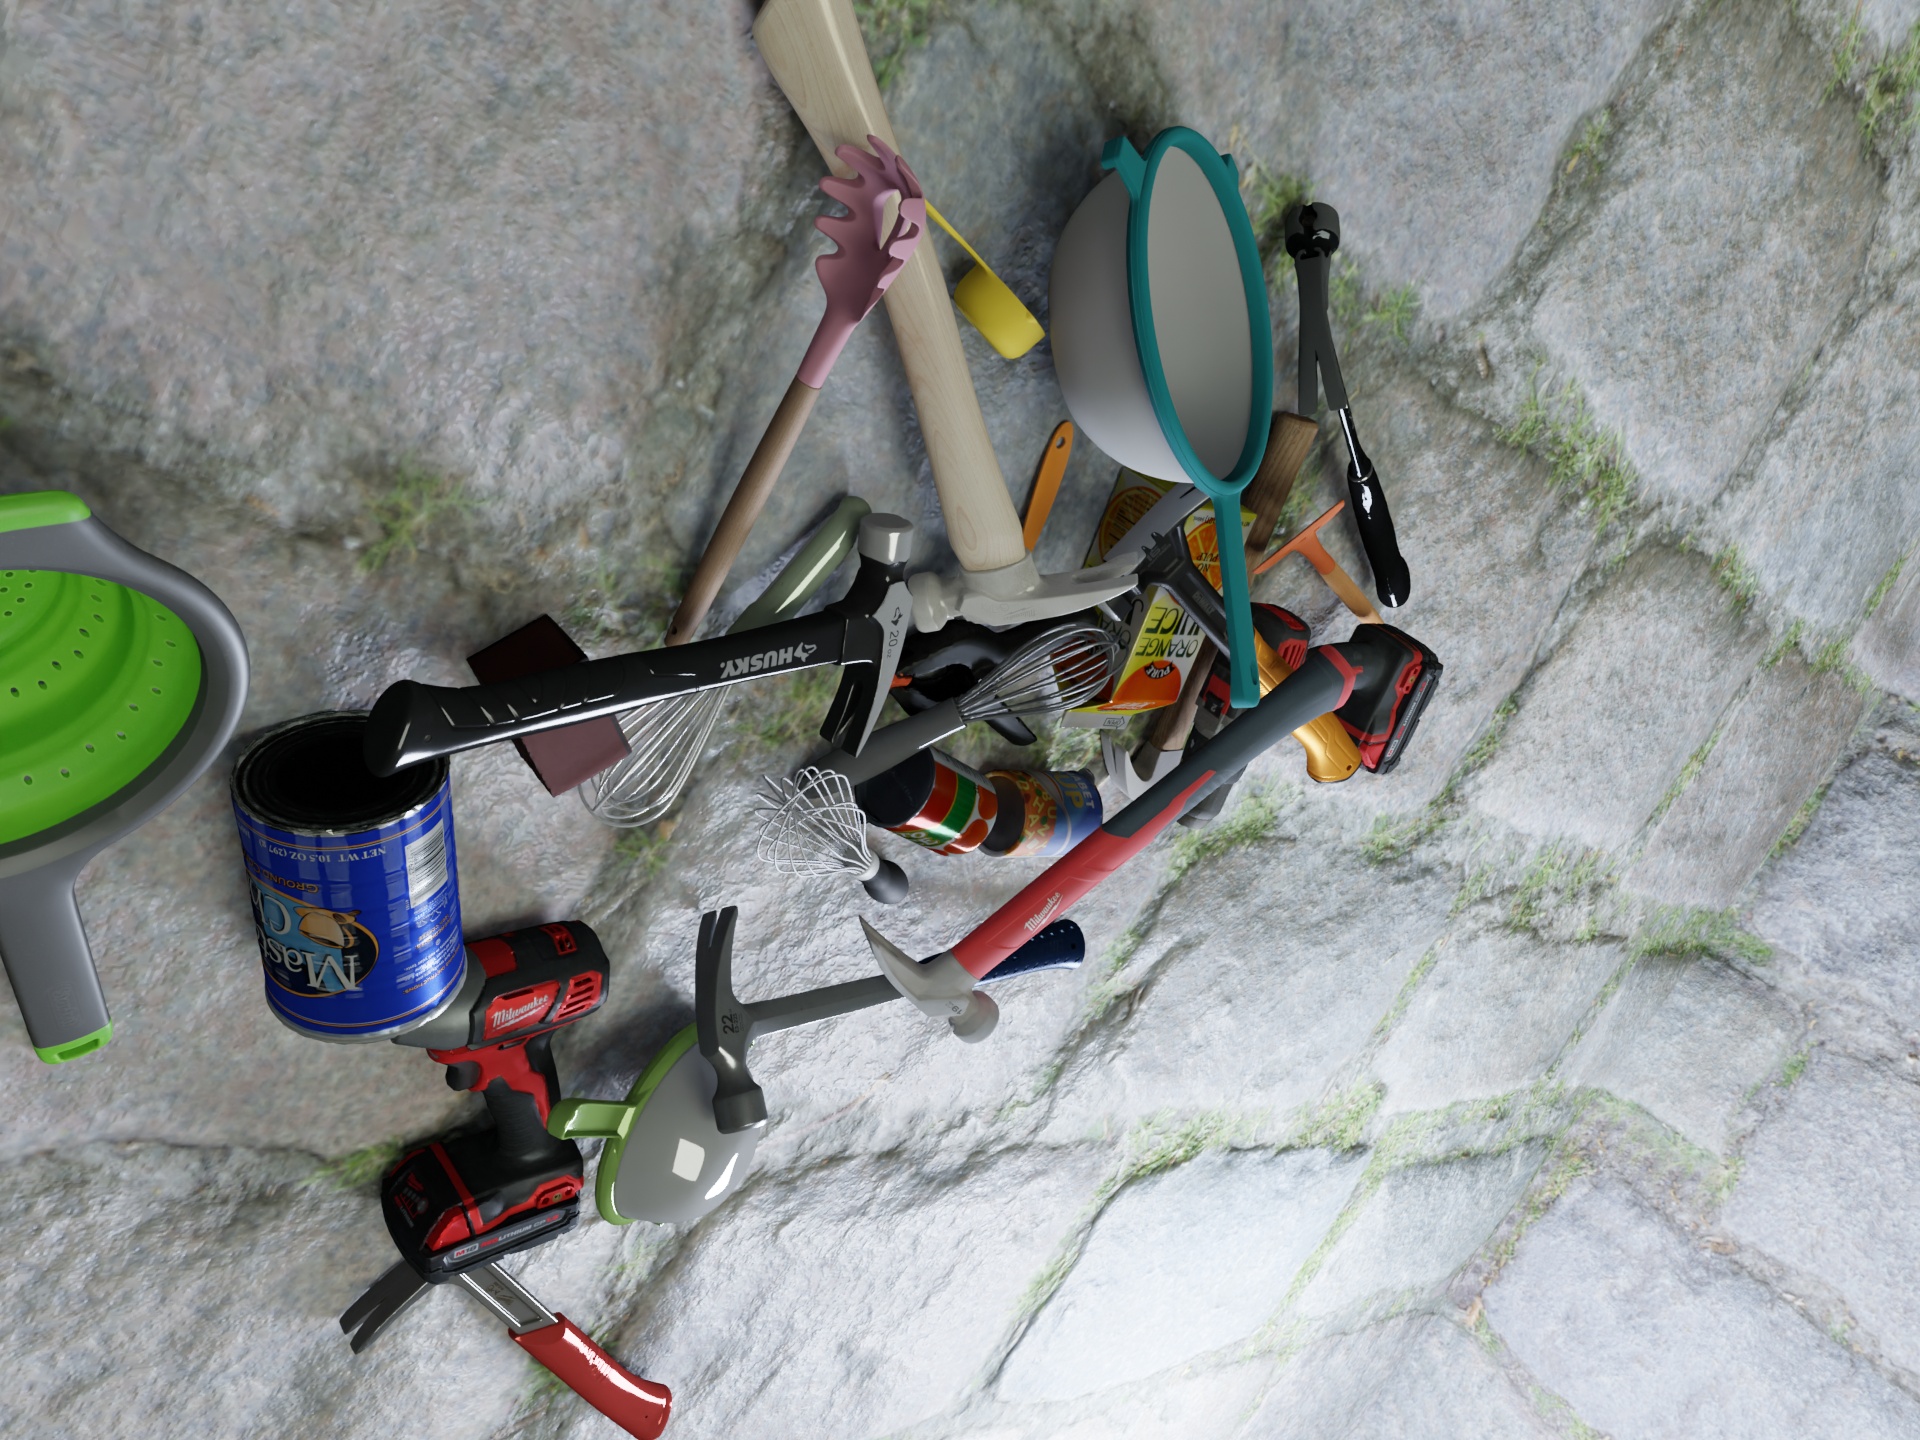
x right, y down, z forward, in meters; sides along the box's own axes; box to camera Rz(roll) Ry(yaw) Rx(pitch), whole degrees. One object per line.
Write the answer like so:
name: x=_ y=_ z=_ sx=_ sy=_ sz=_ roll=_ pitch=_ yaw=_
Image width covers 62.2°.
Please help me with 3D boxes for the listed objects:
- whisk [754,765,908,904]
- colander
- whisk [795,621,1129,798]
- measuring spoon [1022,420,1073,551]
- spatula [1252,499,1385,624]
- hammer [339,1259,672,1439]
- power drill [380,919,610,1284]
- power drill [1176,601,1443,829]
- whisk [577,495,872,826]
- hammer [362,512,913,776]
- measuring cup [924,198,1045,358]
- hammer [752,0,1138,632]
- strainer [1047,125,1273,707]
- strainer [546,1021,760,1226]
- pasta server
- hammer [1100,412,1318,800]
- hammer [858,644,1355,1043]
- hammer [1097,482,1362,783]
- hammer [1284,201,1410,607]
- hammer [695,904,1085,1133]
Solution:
whisk: x=-0.072 y=0.086 z=1.041 sx=0.070 sy=0.070 sz=0.284 roll=-47 pitch=161 yaw=-4
colander: x=-0.425 y=0.025 z=0.694 sx=0.204 sy=0.095 sz=0.396 roll=-20 pitch=151 yaw=-32
whisk: x=-0.001 y=-0.002 z=1.039 sx=0.239 sy=0.055 sz=0.055 roll=-25 pitch=141 yaw=7
measuring spoon: x=0.050 y=-0.144 z=1.059 sx=0.021 sy=0.011 sz=0.117 roll=0 pitch=116 yaw=-43
spatula: x=0.303 y=-0.109 z=1.269 sx=0.081 sy=0.041 sz=0.322 roll=-39 pitch=152 yaw=14
hammer: x=-0.309 y=0.472 z=1.188 sx=0.149 sy=0.037 sz=0.358 roll=-37 pitch=139 yaw=-16
power drill: x=-0.296 y=0.230 z=0.979 sx=0.143 sy=0.079 sz=0.219 roll=-12 pitch=125 yaw=-38
power drill: x=0.270 y=0.000 z=1.282 sx=0.226 sy=0.080 sz=0.187 roll=0 pitch=119 yaw=-41
whisk: x=-0.136 y=-0.038 z=0.941 sx=0.246 sy=0.059 sz=0.058 roll=-50 pitch=178 yaw=-6
hammer: x=-0.159 y=-0.021 z=0.859 sx=0.334 sy=0.035 sz=0.146 roll=-17 pitch=126 yaw=-43
measuring cup: x=-0.009 y=-0.257 z=0.886 sx=0.029 sy=0.062 sz=0.156 roll=-44 pitch=131 yaw=9
hammer: x=-0.009 y=-0.212 z=0.878 sx=0.146 sy=0.038 sz=0.410 roll=-9 pitch=135 yaw=13
strainer: x=0.118 y=-0.172 z=0.956 sx=0.211 sy=0.095 sz=0.340 roll=-28 pitch=112 yaw=-58
strainer: x=-0.188 y=0.272 z=1.034 sx=0.151 sy=0.069 sz=0.256 roll=-64 pitch=164 yaw=-9
pasta server: x=-0.098 y=-0.158 z=0.844 sx=0.040 sy=0.060 sz=0.316 roll=-8 pitch=139 yaw=-49
hammer: x=0.197 y=-0.079 z=1.231 sx=0.130 sy=0.031 sz=0.331 roll=-4 pitch=123 yaw=-42
hammer: x=0.109 y=0.071 z=1.116 sx=0.386 sy=0.038 sz=0.143 roll=-40 pitch=126 yaw=5
hammer: x=0.215 y=-0.049 z=1.132 sx=0.127 sy=0.034 sz=0.336 roll=-46 pitch=134 yaw=4
hammer: x=0.298 y=-0.193 z=1.190 sx=0.408 sy=0.036 sz=0.149 roll=49 pitch=40 yaw=-56
hammer: x=-0.037 y=0.189 z=1.183 sx=0.405 sy=0.035 sz=0.144 roll=-3 pitch=79 yaw=-51
